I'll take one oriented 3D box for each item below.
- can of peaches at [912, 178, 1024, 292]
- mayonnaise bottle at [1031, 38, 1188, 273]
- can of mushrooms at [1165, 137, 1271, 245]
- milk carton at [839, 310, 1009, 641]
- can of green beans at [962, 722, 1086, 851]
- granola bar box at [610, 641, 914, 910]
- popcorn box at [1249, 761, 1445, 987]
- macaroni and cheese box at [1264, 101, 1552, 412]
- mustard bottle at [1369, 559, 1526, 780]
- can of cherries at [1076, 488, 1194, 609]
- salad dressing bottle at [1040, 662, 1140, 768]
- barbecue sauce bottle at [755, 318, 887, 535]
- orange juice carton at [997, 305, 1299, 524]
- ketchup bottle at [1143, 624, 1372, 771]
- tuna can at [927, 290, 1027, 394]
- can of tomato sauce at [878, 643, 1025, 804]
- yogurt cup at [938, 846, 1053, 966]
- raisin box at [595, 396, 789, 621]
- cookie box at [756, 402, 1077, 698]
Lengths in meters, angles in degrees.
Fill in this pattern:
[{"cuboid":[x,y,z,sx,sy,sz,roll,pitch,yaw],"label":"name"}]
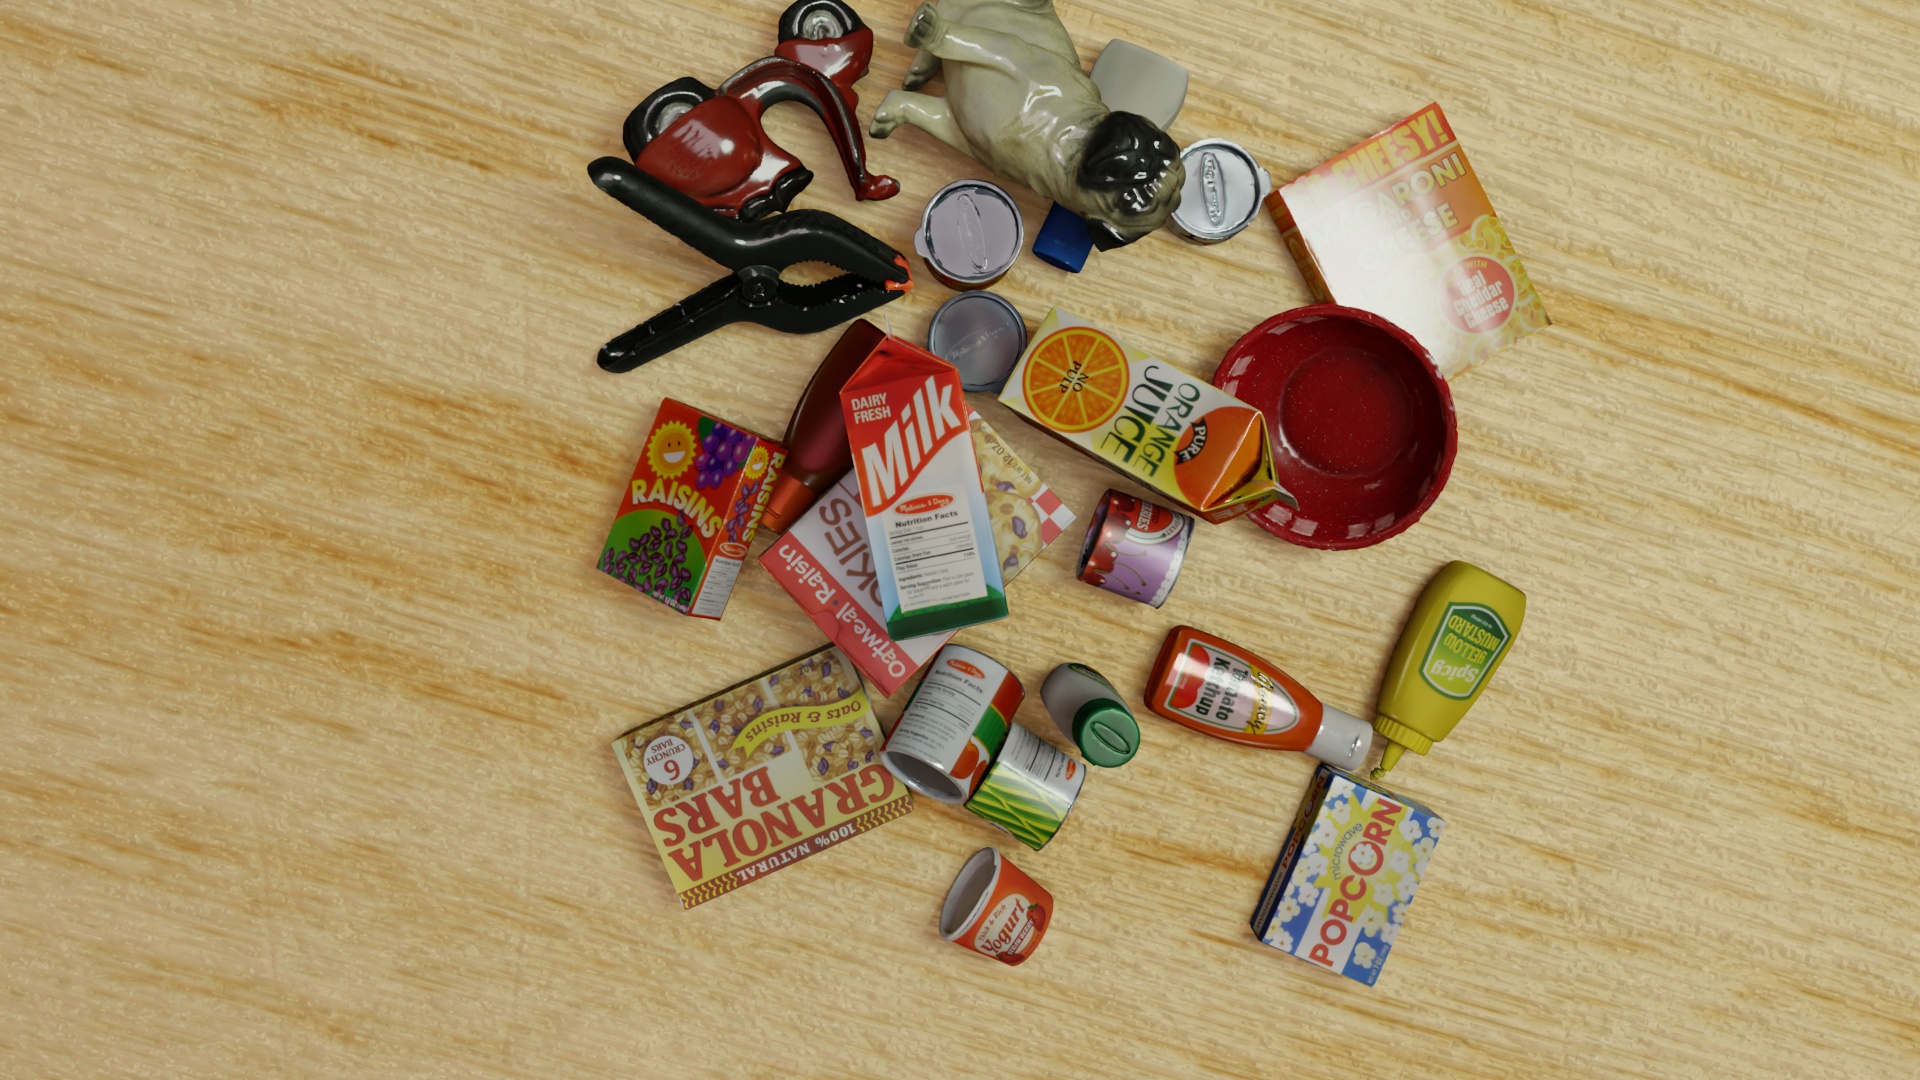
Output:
[{"cuboid":[0.004,-0.198,0.909,0.071,0.058,0.071,0,94,-2],"label":"can of peaches"},{"cuboid":[0.094,-0.251,0.919,0.065,0.041,0.148,26,93,4],"label":"mayonnaise bottle"},{"cuboid":[0.169,-0.232,0.926,0.071,0.033,0.071,0,92,-2],"label":"can of mushrooms"},{"cuboid":[-0.025,-0.040,0.837,0.073,0.072,0.190,-12,89,-1],"label":"milk carton"},{"cuboid":[0.042,0.163,0.922,0.058,0.071,0.071,31,91,-3],"label":"can of green beans"},{"cuboid":[-0.130,0.154,0.929,0.166,0.039,0.124,-23,92,-1],"label":"granola bar box"},{"cuboid":[0.263,0.228,0.947,0.085,0.038,0.126,23,91,-2],"label":"popcorn box"},{"cuboid":[0.297,-0.187,0.930,0.124,0.040,0.166,-29,94,0],"label":"macaroni and cheese box"},{"cuboid":[0.320,0.094,0.938,0.065,0.049,0.160,27,91,-2],"label":"mustard bottle"},{"cuboid":[0.115,0.003,0.917,0.058,0.071,0.071,20,92,-2],"label":"can of cherries"},{"cuboid":[0.085,0.112,0.881,0.064,0.148,0.044,39,91,-4],"label":"salad dressing bottle"},{"cuboid":[-0.085,-0.071,0.919,0.065,0.044,0.148,36,91,-2],"label":"barbecue sauce bottle"},{"cuboid":[0.128,-0.069,0.882,0.193,0.072,0.073,31,92,18],"label":"orange juice carton"},{"cuboid":[0.202,0.112,0.938,0.149,0.043,0.064,22,88,-4],"label":"ketchup bottle"},{"cuboid":[0.012,-0.129,0.925,0.071,0.033,0.071,0,92,-2],"label":"tuna can"},{"cuboid":[-0.005,0.121,0.905,0.071,0.071,0.083,33,63,-3],"label":"can of tomato sauce"},{"cuboid":[0.025,0.247,0.928,0.054,0.072,0.072,33,91,-11],"label":"yogurt cup"},{"cuboid":[-0.174,-0.021,0.903,0.086,0.040,0.123,23,93,28],"label":"raisin box"},{"cuboid":[-0.028,-0.001,0.892,0.167,0.040,0.123,-44,89,-1],"label":"cookie box"}]
